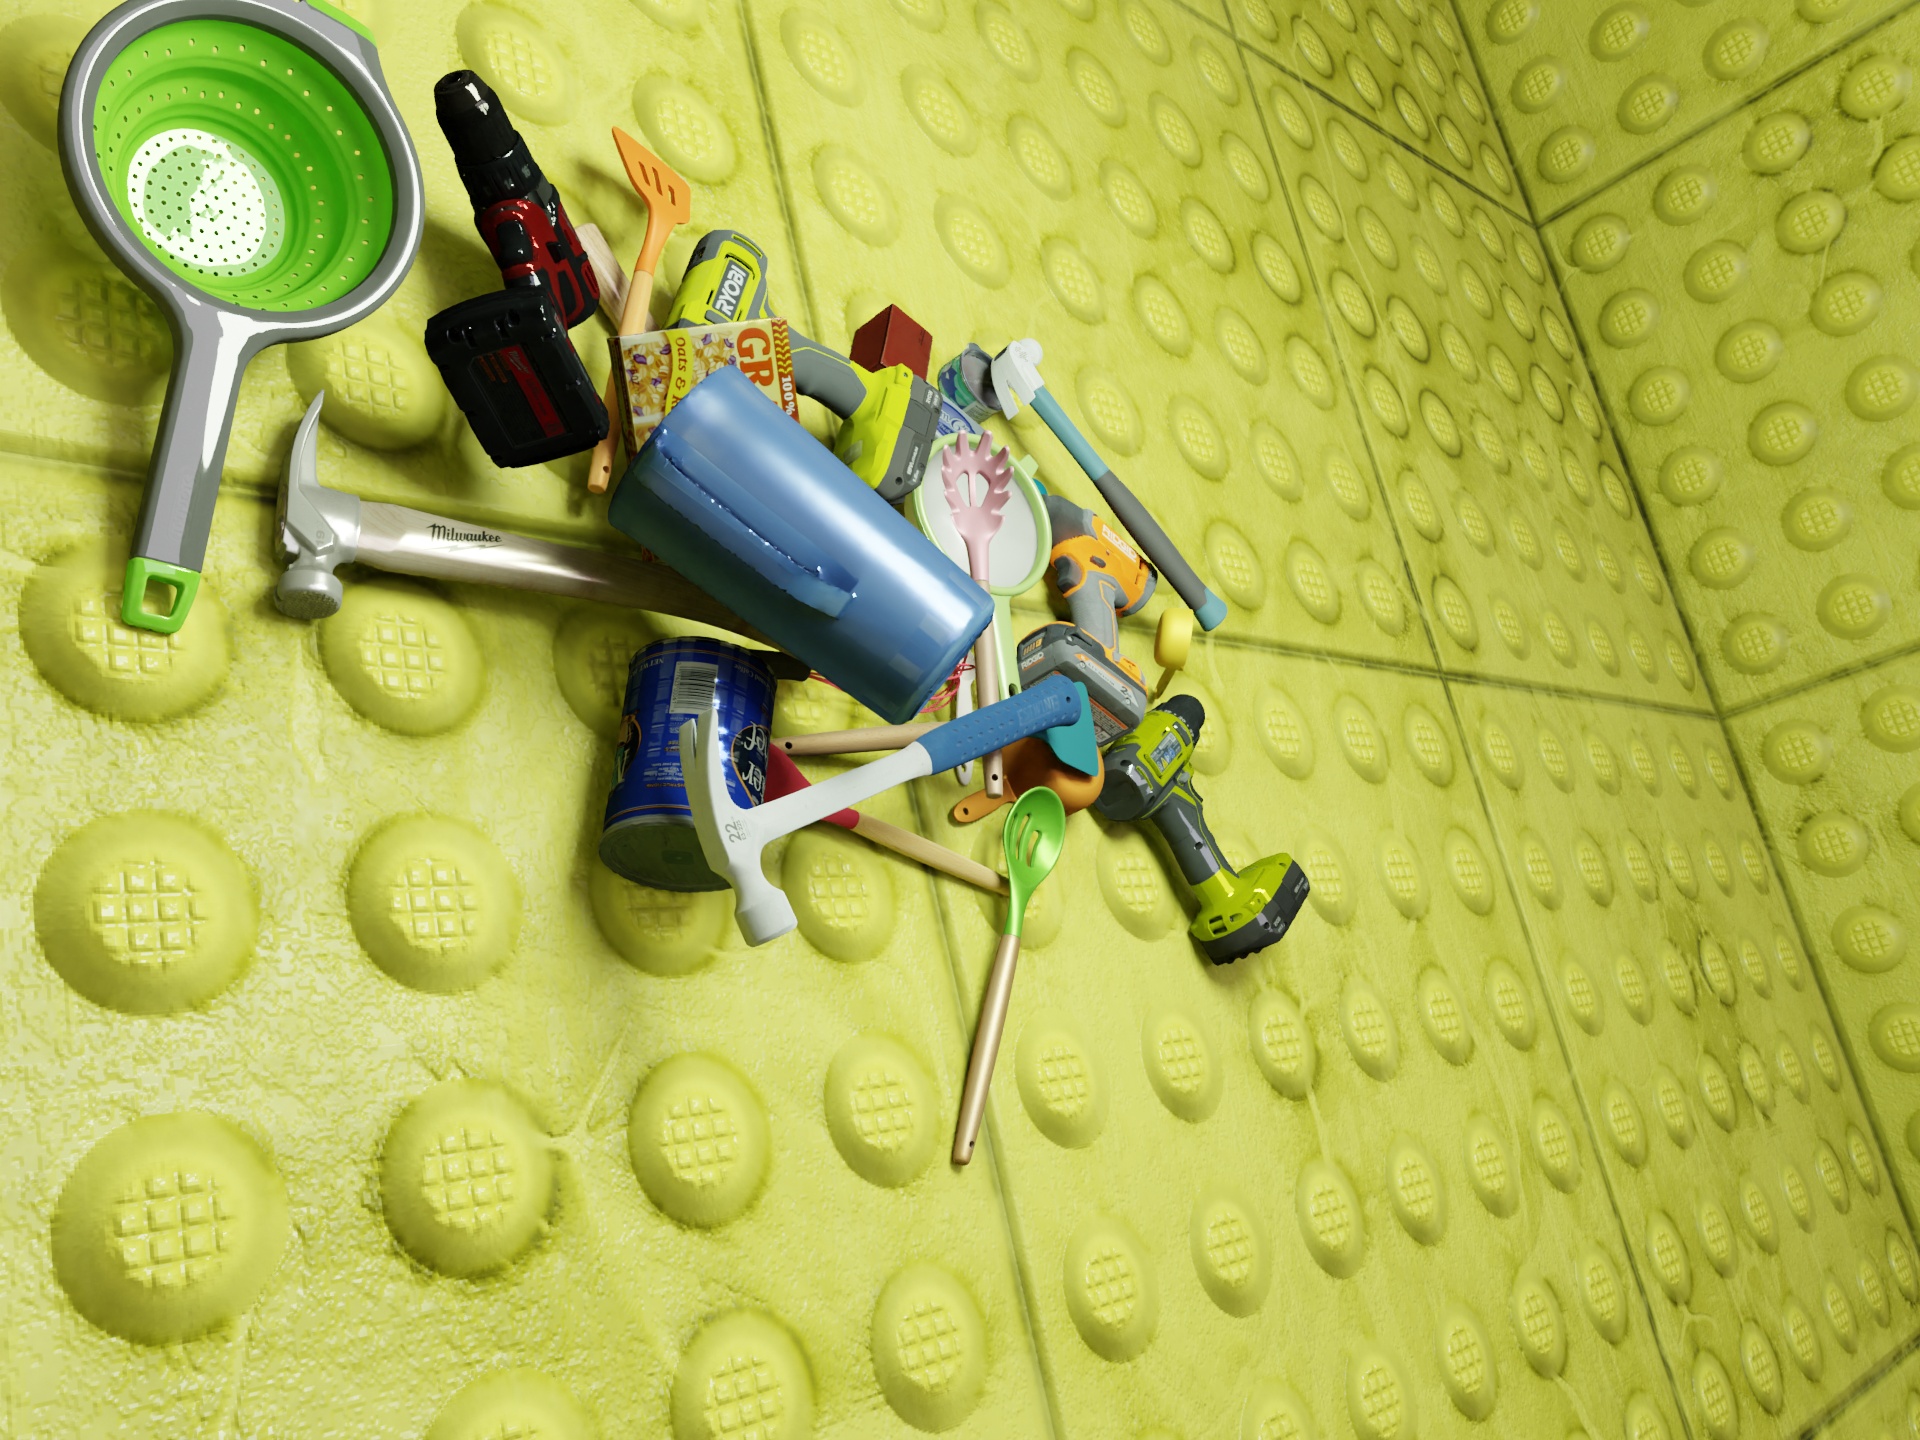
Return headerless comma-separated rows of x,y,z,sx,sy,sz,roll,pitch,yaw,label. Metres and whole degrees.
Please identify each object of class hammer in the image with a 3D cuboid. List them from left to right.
-0.243,-0.105,1.072,0.410,0.038,0.146,11,61,-35,hammer
-0.203,-0.235,1.230,0.331,0.031,0.130,58,40,-6,hammer
-0.036,0.024,1.110,0.405,0.035,0.144,-22,87,-52,hammer
0.142,-0.222,1.509,0.331,0.033,0.128,51,27,-4,hammer

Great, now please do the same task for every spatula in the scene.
-0.246,-0.307,1.182,0.081,0.041,0.323,30,57,-43,spatula
-0.011,0.013,1.260,0.317,0.044,0.082,-4,82,-31,spatula

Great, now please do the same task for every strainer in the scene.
0.011,-0.118,1.369,0.151,0.069,0.256,3,73,-40,strainer

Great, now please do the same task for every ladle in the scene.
-0.063,0.086,1.210,0.315,0.031,0.069,27,60,-38,ladle

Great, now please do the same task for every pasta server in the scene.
0.018,-0.089,1.276,0.060,0.040,0.316,0,66,-7,pasta server

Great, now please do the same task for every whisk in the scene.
-0.105,-0.040,1.211,0.295,0.073,0.073,0,69,-42,whisk

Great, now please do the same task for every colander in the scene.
-0.449,-0.243,0.942,0.204,0.094,0.397,16,76,-41,colander

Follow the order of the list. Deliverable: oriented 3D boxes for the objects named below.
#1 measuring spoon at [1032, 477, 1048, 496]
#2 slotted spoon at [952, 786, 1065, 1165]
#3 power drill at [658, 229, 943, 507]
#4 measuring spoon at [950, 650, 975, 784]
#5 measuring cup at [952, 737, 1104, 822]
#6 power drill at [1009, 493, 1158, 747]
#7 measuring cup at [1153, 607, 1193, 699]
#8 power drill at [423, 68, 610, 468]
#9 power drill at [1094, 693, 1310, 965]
0.043,-0.211,1.487,0.128,0.021,0.042,-10,77,-50,measuring spoon
0.033,0.192,1.237,0.070,0.031,0.314,40,50,-36,slotted spoon
-0.131,-0.256,1.237,0.223,0.080,0.171,31,54,-27,power drill
-0.002,-0.004,1.336,0.034,0.018,0.124,19,63,-45,measuring spoon
0.059,0.050,1.337,0.173,0.052,0.095,-23,87,-52,measuring cup
0.104,-0.104,1.453,0.164,0.084,0.227,37,42,-28,power drill
0.188,-0.056,1.488,0.029,0.156,0.062,10,67,-2,measuring cup
-0.295,-0.298,1.045,0.187,0.080,0.227,71,6,-49,power drill
0.225,0.092,1.477,0.228,0.080,0.190,56,38,-5,power drill
